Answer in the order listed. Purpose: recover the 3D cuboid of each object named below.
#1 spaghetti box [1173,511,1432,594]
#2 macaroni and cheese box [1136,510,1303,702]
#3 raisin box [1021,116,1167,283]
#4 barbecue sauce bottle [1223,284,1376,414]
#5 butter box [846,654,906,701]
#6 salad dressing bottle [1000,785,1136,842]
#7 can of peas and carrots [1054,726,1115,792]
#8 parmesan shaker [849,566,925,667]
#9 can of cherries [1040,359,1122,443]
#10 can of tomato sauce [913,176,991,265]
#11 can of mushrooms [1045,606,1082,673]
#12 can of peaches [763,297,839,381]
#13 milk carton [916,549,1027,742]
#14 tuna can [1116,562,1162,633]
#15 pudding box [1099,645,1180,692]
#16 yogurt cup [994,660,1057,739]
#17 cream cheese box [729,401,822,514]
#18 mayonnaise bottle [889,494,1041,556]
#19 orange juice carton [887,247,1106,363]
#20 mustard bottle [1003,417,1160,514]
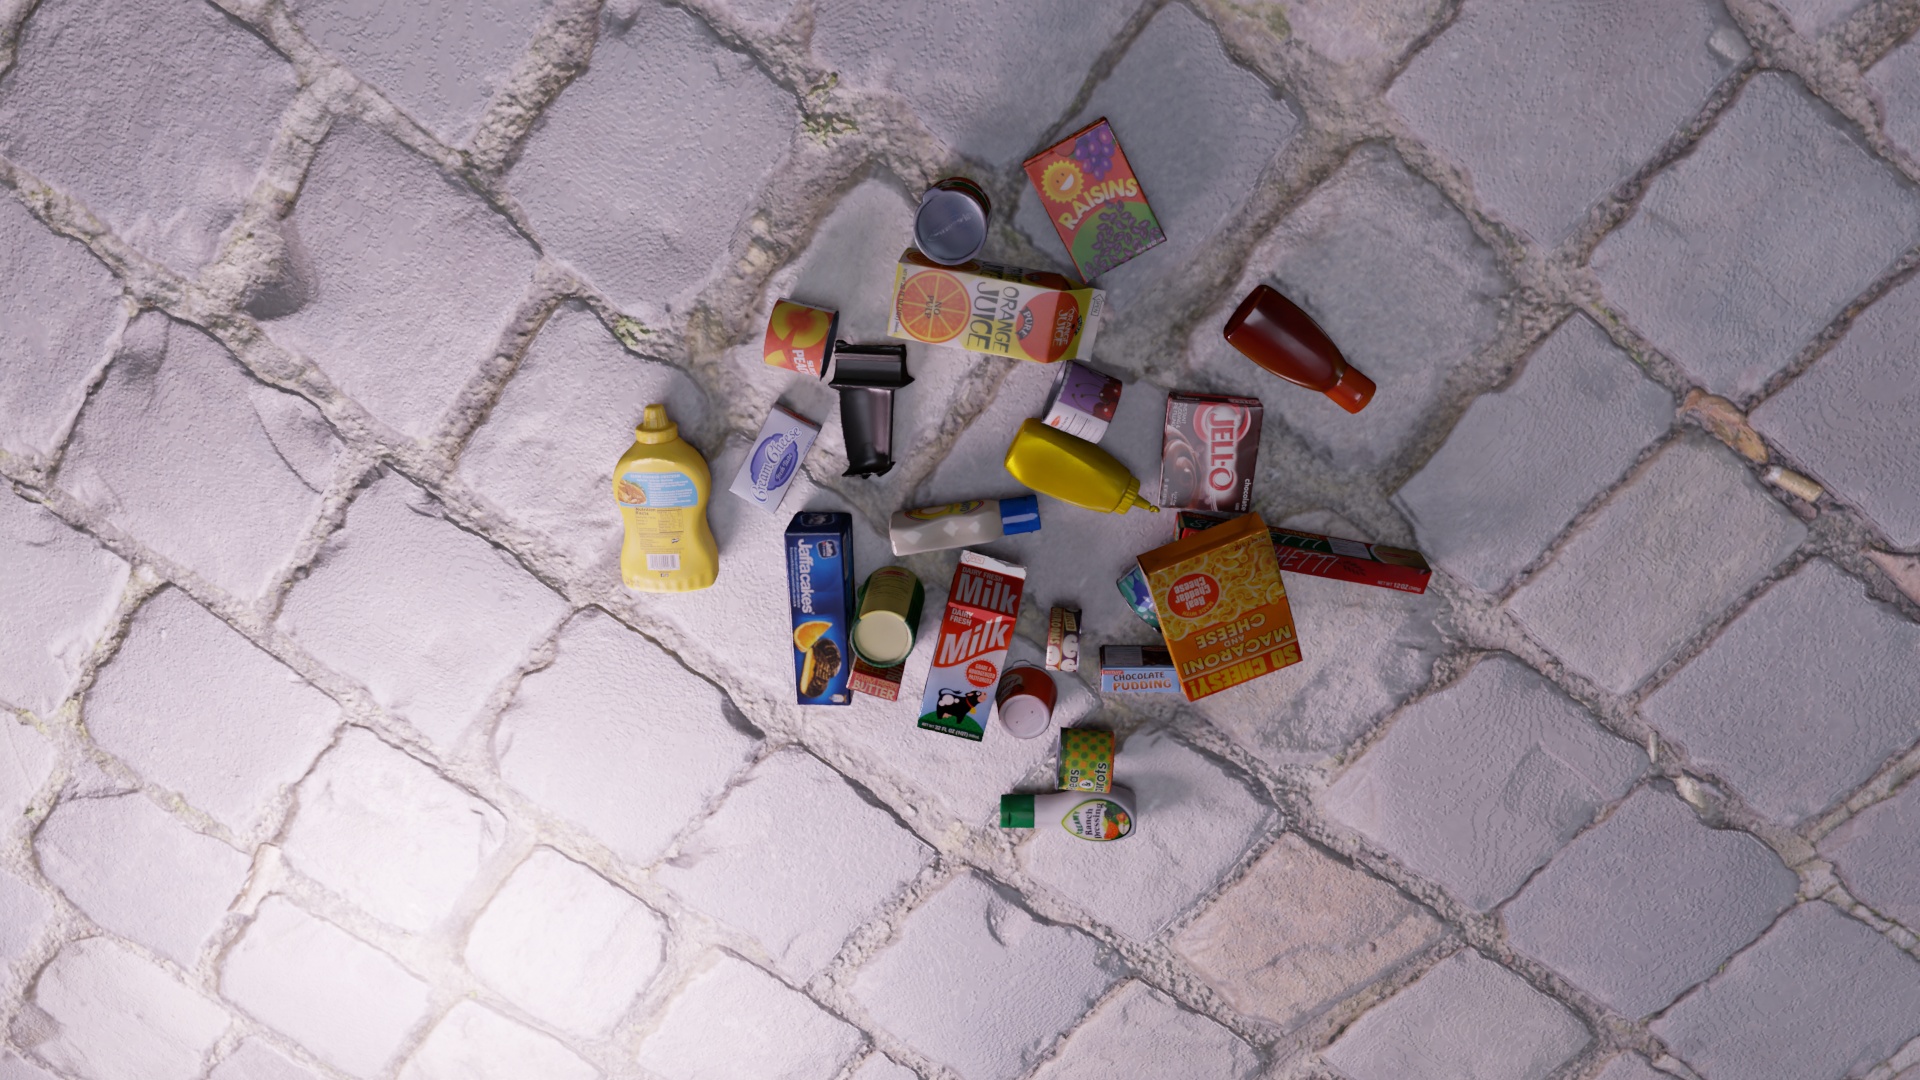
[{"bbox_3d":[0.336,0.011,1.377,0.250,0.050,0.028,10,112,0],"label":"spaghetti box"},{"bbox_3d":[0.254,0.066,1.351,0.124,0.040,0.165,-21,122,3],"label":"macaroni and cheese box"},{"bbox_3d":[0.122,-0.310,1.266,0.086,0.040,0.123,-26,108,15],"label":"raisin box"},{"bbox_3d":[0.323,-0.174,1.305,0.148,0.044,0.064,34,111,-10],"label":"barbecue sauce bottle"},{"bbox_3d":[-0.083,0.125,1.425,0.053,0.104,0.024,17,114,-4],"label":"butter box"},{"bbox_3d":[0.117,0.296,1.514,0.148,0.044,0.064,0,111,4],"label":"salad dressing bottle"},{"bbox_3d":[0.132,0.234,1.472,0.059,0.071,0.070,4,113,2],"label":"can of peas and carrots"},{"bbox_3d":[-0.076,0.077,1.405,0.071,0.103,0.071,2,113,4],"label":"parmesan shaker"},{"bbox_3d":[0.116,-0.135,1.326,0.058,0.072,0.071,21,113,-5],"label":"can of cherries"},{"bbox_3d":[-0.007,-0.292,1.259,0.071,0.083,0.071,2,113,4],"label":"can of tomato sauce"},{"bbox_3d":[0.106,0.100,1.420,0.033,0.071,0.070,6,113,4],"label":"can of mushrooms"},{"bbox_3d":[-0.152,-0.191,1.319,0.058,0.071,0.071,14,113,-1],"label":"can of peaches"},{"bbox_3d":[0.012,0.103,1.426,0.072,0.074,0.189,15,112,-2],"label":"milk carton"},{"bbox_3d":[0.192,0.056,1.395,0.071,0.071,0.032,43,109,-13],"label":"tuna can"},{"bbox_3d":[0.186,0.133,1.438,0.084,0.050,0.030,0,114,4],"label":"pudding box"},{"bbox_3d":[0.068,0.172,1.461,0.072,0.054,0.072,2,113,4],"label":"yogurt cup"},{"bbox_3d":[-0.186,-0.082,1.391,0.053,0.024,0.103,29,111,-6],"label":"cream cheese box"},{"bbox_3d":[0.005,-0.017,1.385,0.148,0.065,0.041,-9,108,4],"label":"mayonnaise bottle"},{"bbox_3d":[0.034,-0.216,1.293,0.193,0.073,0.071,10,113,0],"label":"orange juice carton"},{"bbox_3d":[0.124,-0.062,1.362,0.160,0.049,0.065,26,123,-7],"label":"mustard bottle"}]
